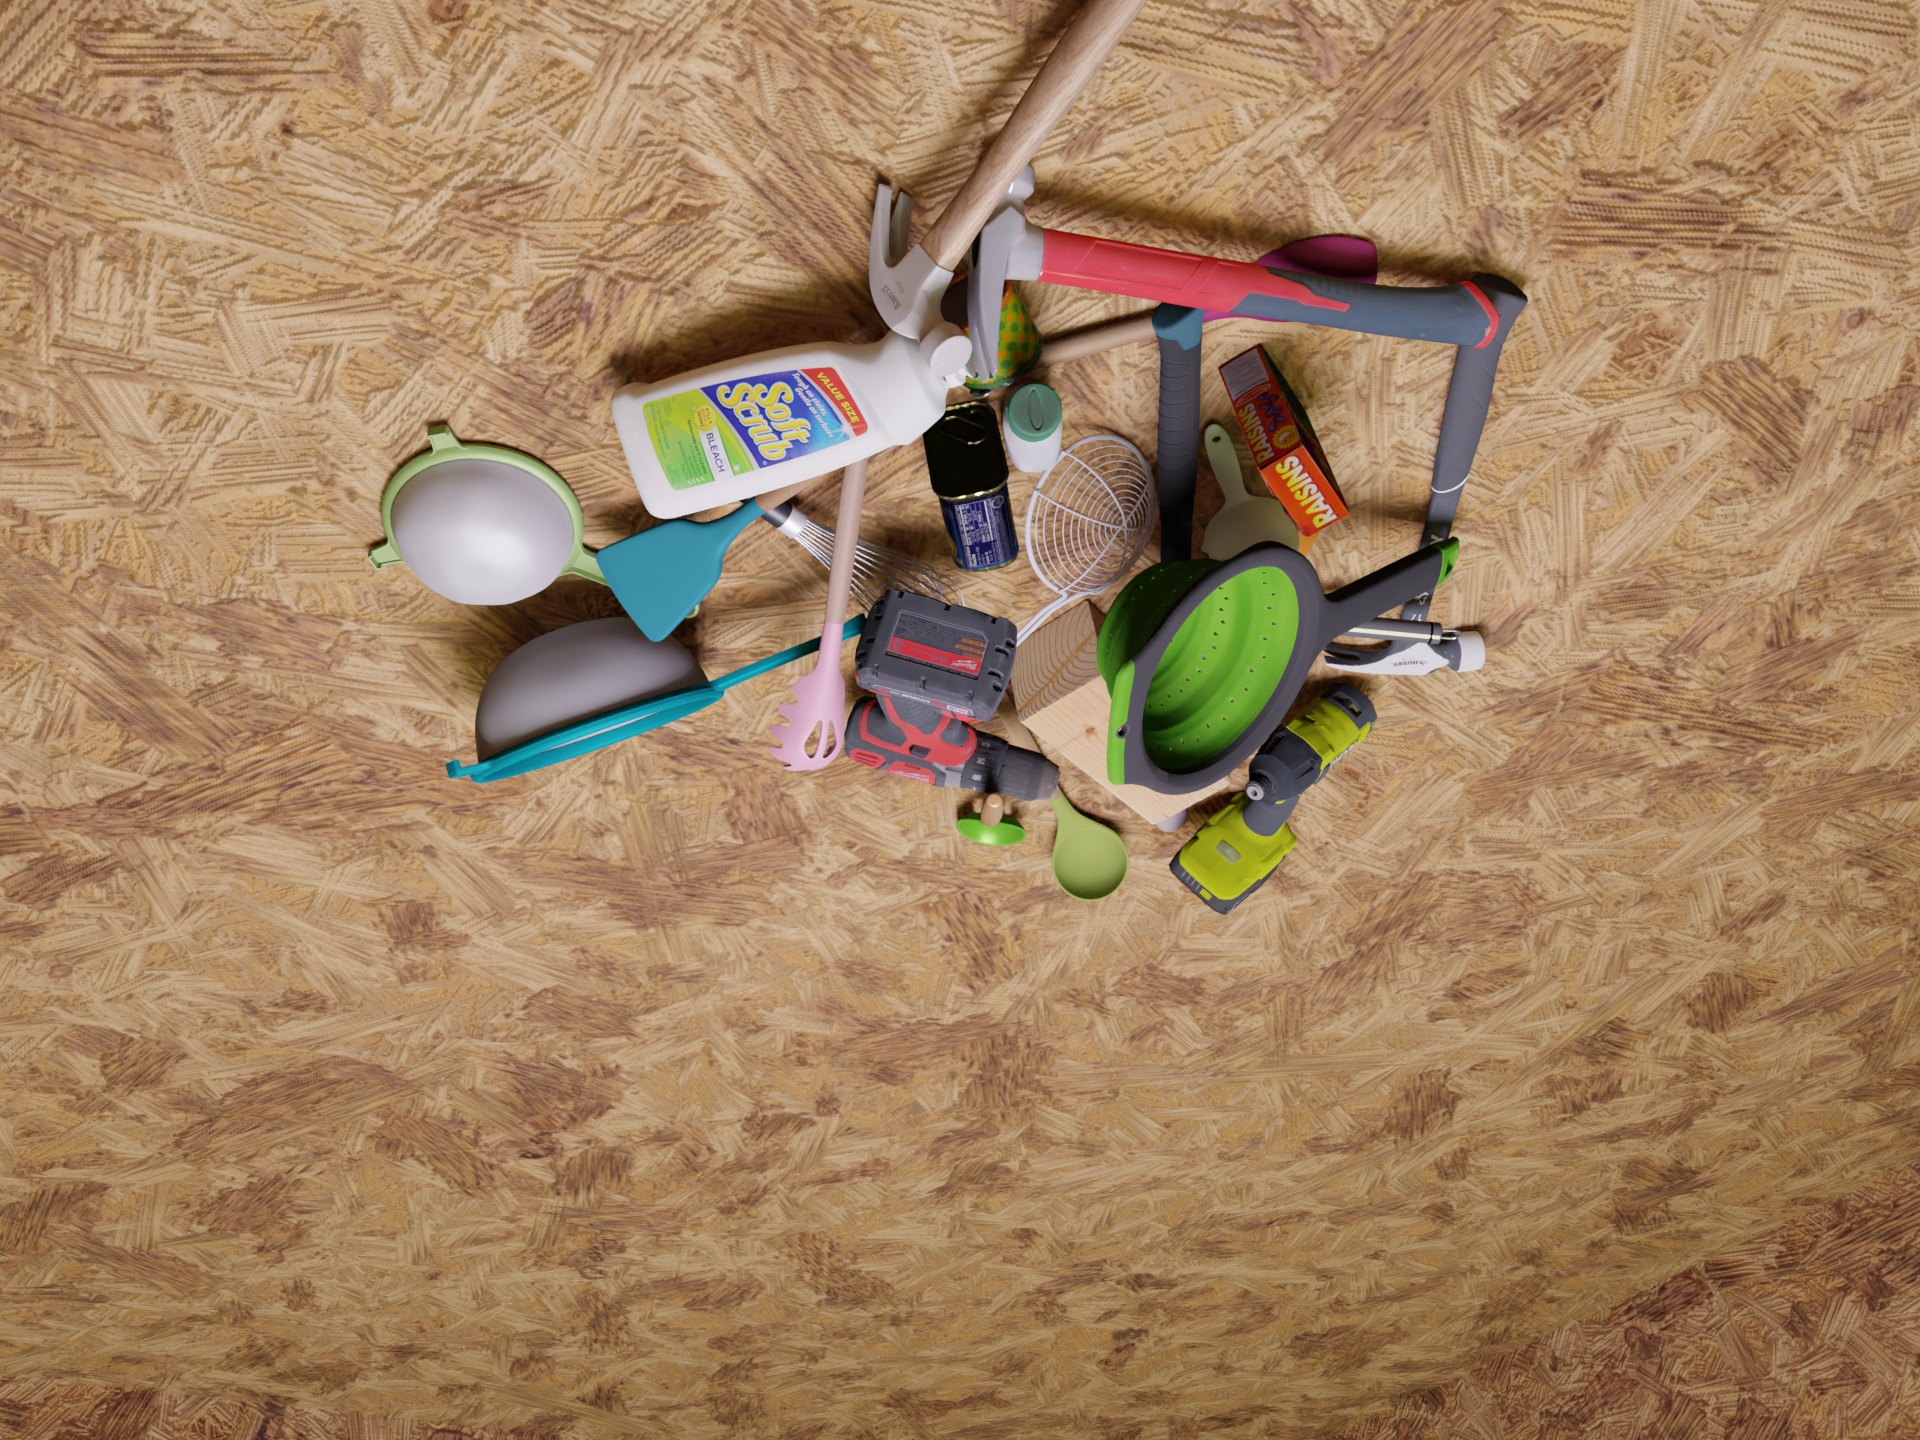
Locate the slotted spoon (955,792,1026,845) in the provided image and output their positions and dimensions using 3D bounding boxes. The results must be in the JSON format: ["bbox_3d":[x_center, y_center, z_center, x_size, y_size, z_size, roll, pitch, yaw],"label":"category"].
[{"bbox_3d":[0.029,0.087,1.434,0.070,0.031,0.313,8,172,2],"label":"slotted spoon"}]

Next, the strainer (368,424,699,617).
[{"bbox_3d":[-0.320,-0.115,1.229,0.256,0.069,0.151,21,131,-27],"label":"strainer"}]

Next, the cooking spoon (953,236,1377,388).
[{"bbox_3d":[0.145,-0.287,1.152,0.319,0.017,0.068,-14,138,5],"label":"cooking spoon"}]

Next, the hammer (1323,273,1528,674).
[{"bbox_3d":[0.391,-0.182,1.300,0.149,0.036,0.408,-5,138,-2],"label":"hammer"}]

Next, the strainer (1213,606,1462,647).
[{"bbox_3d":[0.297,-0.085,1.358,0.258,0.050,0.086,6,145,2],"label":"strainer"}]

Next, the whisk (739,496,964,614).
[{"bbox_3d":[-0.109,-0.139,1.251,0.284,0.070,0.070,32,125,-30],"label":"whisk"}]

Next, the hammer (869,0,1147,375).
[{"bbox_3d":[0.050,-0.380,0.979,0.031,0.130,0.331,9,128,-49],"label":"hammer"}]

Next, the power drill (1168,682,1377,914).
[{"bbox_3d":[0.286,0.077,1.490,0.171,0.080,0.223,-34,158,-39],"label":"power drill"}]

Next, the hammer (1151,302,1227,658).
[{"bbox_3d":[0.164,-0.166,1.211,0.128,0.033,0.330,-32,136,-29],"label":"hammer"}]

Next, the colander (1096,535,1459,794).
[{"bbox_3d":[0.234,-0.083,1.235,0.397,0.095,0.204,-25,134,-31],"label":"colander"}]

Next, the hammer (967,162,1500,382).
[{"bbox_3d":[0.193,-0.281,1.090,0.386,0.143,0.038,4,177,-16],"label":"hammer"}]

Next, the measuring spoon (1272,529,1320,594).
[{"bbox_3d":[0.285,-0.138,1.347,0.021,0.011,0.116,5,137,-15],"label":"measuring spoon"}]

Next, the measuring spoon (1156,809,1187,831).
[{"bbox_3d":[0.184,0.079,1.568,0.034,0.018,0.124,-32,133,24],"label":"measuring spoon"}]

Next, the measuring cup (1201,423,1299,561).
[{"bbox_3d":[0.226,-0.170,1.281,0.083,0.038,0.167,-19,139,12],"label":"measuring cup"}]

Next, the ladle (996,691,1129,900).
[{"bbox_3d":[0.083,0.063,1.507,0.078,0.062,0.319,-25,134,6],"label":"ladle"}]

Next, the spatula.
[{"bbox_3d":[-0.130,-0.168,1.159,0.317,0.044,0.082,-30,97,27],"label":"spatula"}]

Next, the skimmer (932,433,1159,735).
[{"bbox_3d":[0.037,-0.092,1.333,0.127,0.090,0.363,-1,151,-37],"label":"skimmer"}]

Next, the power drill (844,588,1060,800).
[{"bbox_3d":[-0.002,-0.004,1.295,0.188,0.080,0.226,16,155,4],"label":"power drill"}]

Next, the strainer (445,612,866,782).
[{"bbox_3d":[-0.245,-0.050,1.276,0.340,0.095,0.211,-21,180,4],"label":"strainer"}]

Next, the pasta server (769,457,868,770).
[{"bbox_3d":[-0.096,-0.104,1.212,0.060,0.040,0.316,0,109,-31],"label":"pasta server"}]
